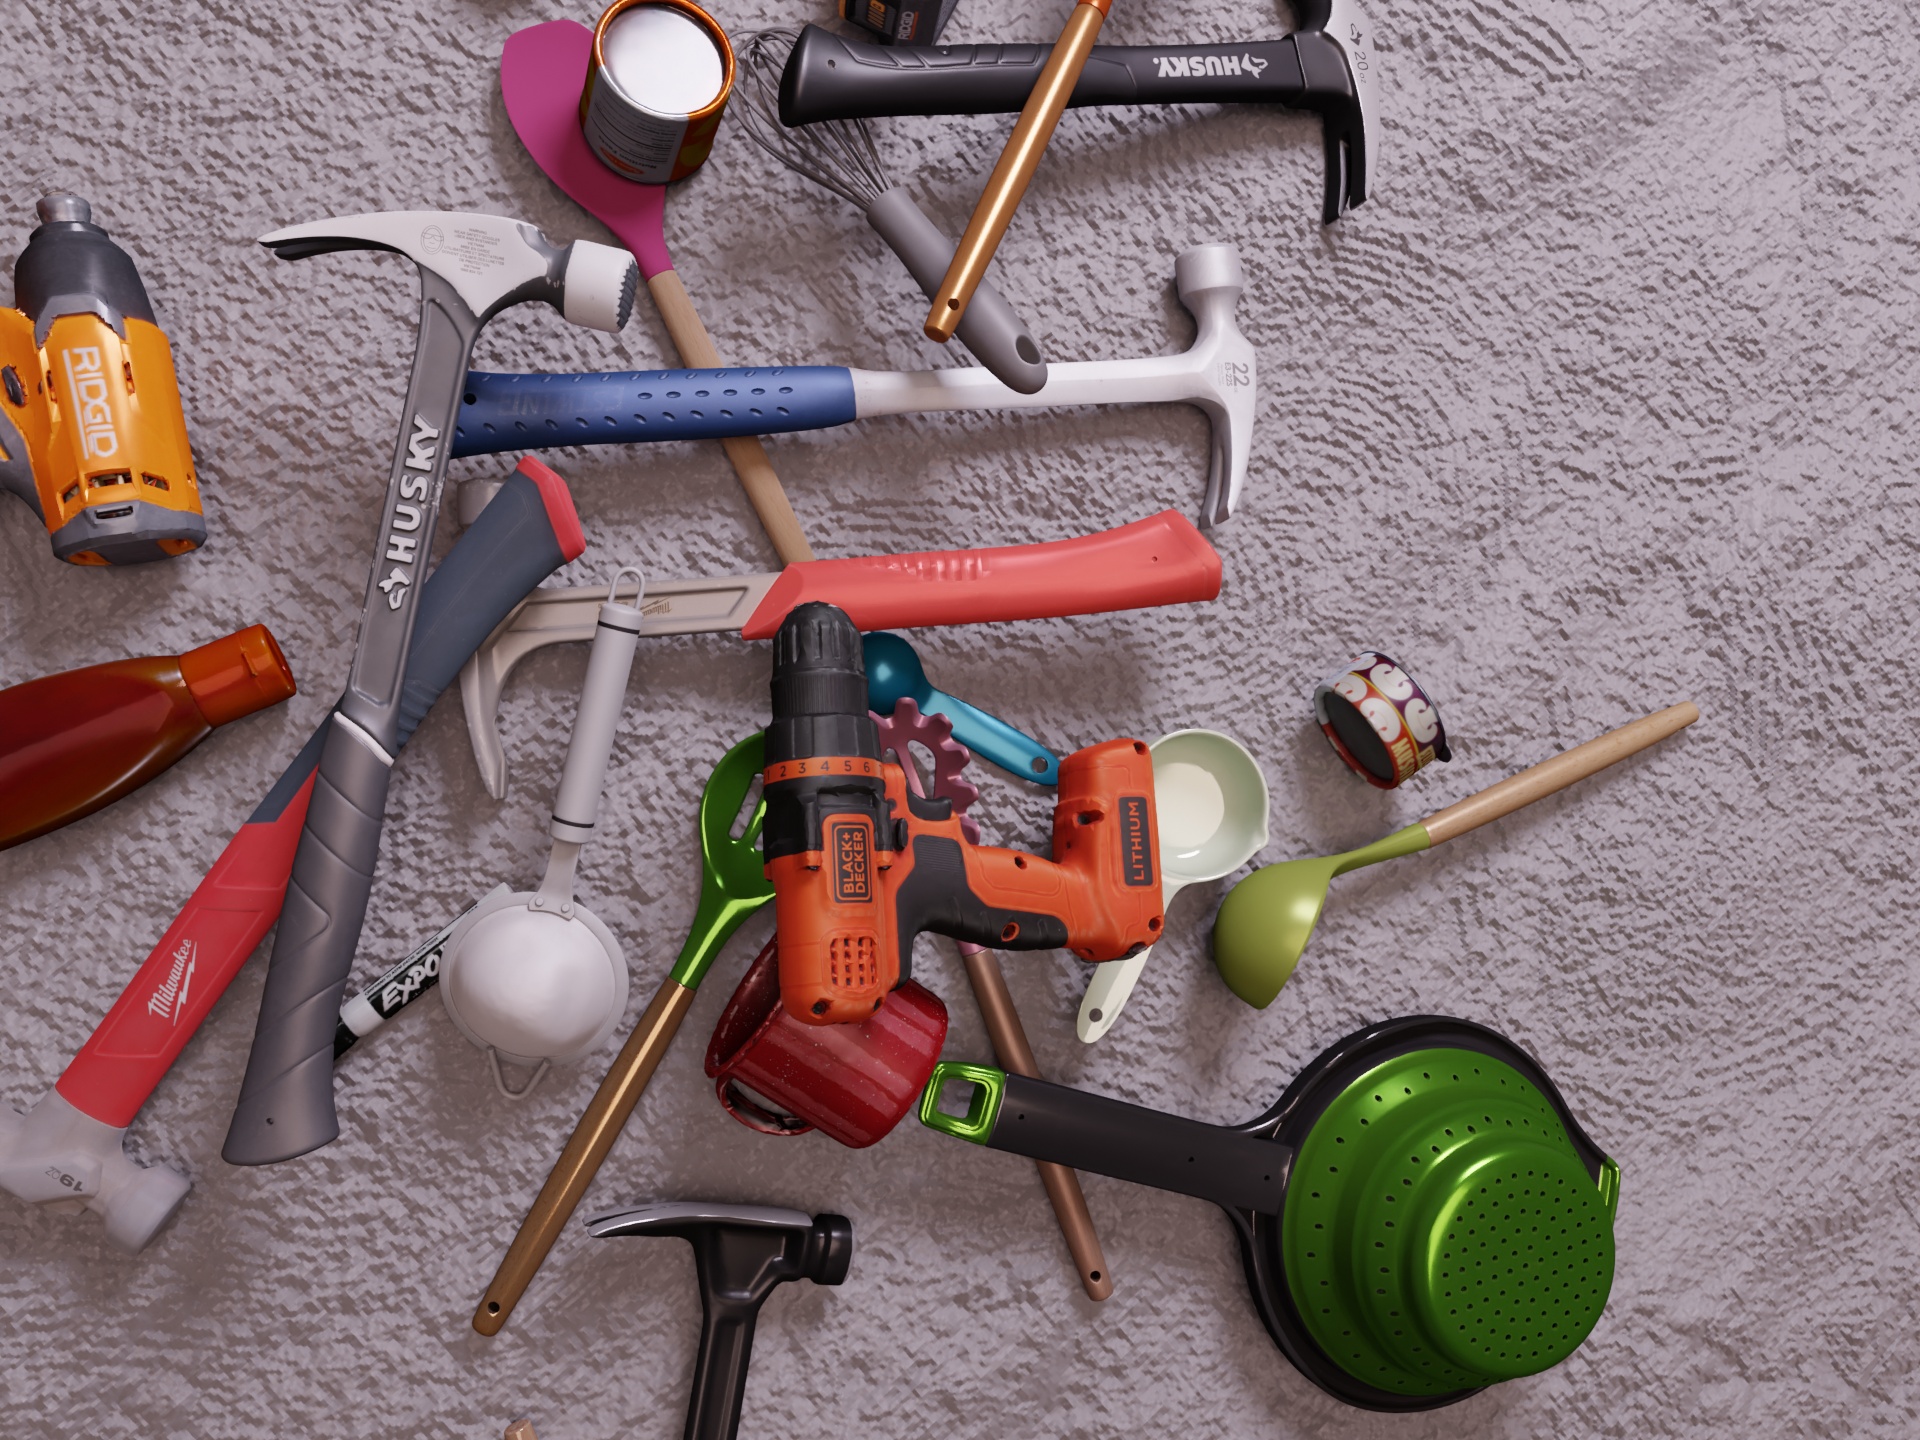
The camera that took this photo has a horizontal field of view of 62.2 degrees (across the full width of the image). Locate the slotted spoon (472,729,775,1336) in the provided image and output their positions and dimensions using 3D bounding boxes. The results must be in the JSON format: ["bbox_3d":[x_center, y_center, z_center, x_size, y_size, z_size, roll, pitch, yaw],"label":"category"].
[{"bbox_3d":[-0.146,0.146,0.753,0.070,0.031,0.314,29,84,5],"label":"slotted spoon"}]

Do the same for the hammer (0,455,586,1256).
[{"bbox_3d":[-0.305,0.037,0.698,0.143,0.038,0.386,36,88,-6],"label":"hammer"}]

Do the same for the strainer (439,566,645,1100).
[{"bbox_3d":[-0.179,0.056,0.715,0.087,0.050,0.258,14,95,-5],"label":"strainer"}]

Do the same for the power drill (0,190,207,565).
[{"bbox_3d":[-0.457,-0.137,0.678,0.226,0.084,0.164,-11,89,-16],"label":"power drill"}]

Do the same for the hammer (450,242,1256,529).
[{"bbox_3d":[-0.042,-0.153,0.770,0.405,0.035,0.144,-6,87,-16],"label":"hammer"}]

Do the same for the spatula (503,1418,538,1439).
[{"bbox_3d":[-0.157,0.475,0.737,0.060,0.018,0.316,-18,92,-13],"label":"spatula"}]

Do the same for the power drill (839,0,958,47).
[{"bbox_3d":[-0.101,-0.411,0.766,0.226,0.084,0.185,27,82,-5],"label":"power drill"}]

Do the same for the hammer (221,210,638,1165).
[{"bbox_3d":[-0.251,-0.013,0.666,0.149,0.036,0.409,12,90,-5],"label":"hammer"}]

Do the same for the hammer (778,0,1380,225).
[{"bbox_3d":[0.068,-0.312,0.782,0.334,0.035,0.146,-12,89,-25],"label":"hammer"}]

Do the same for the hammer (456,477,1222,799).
[{"bbox_3d":[-0.054,-0.050,0.756,0.359,0.037,0.149,-4,89,-5],"label":"hammer"}]

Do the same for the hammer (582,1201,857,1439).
[{"bbox_3d":[-0.134,0.392,0.723,0.127,0.034,0.337,11,83,-20],"label":"hammer"}]

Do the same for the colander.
[{"bbox_3d":[0.175,0.231,0.763,0.397,0.094,0.204,18,84,-15],"label":"colander"}]

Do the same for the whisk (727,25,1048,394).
[{"bbox_3d":[-0.037,-0.244,0.756,0.055,0.055,0.239,-36,78,-11],"label":"whisk"}]

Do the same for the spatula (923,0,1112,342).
[{"bbox_3d":[0.054,-0.312,0.735,0.081,0.041,0.323,29,73,-19],"label":"spatula"}]

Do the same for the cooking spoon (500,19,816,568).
[{"bbox_3d":[-0.135,-0.193,0.777,0.069,0.017,0.319,-27,92,-22],"label":"cooking spoon"}]

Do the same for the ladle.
[{"bbox_3d":[0.268,0.061,0.829,0.320,0.078,0.062,-22,71,-17],"label":"ladle"}]

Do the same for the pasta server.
[{"bbox_3d":[0.017,0.140,0.781,0.060,0.040,0.316,-20,92,0],"label":"pasta server"}]

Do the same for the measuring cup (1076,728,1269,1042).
[{"bbox_3d":[0.094,0.083,0.801,0.083,0.038,0.167,27,85,-9],"label":"measuring cup"}]

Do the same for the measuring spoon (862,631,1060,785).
[{"bbox_3d":[-0.001,-0.003,0.792,0.128,0.021,0.042,30,82,-7],"label":"measuring spoon"}]
